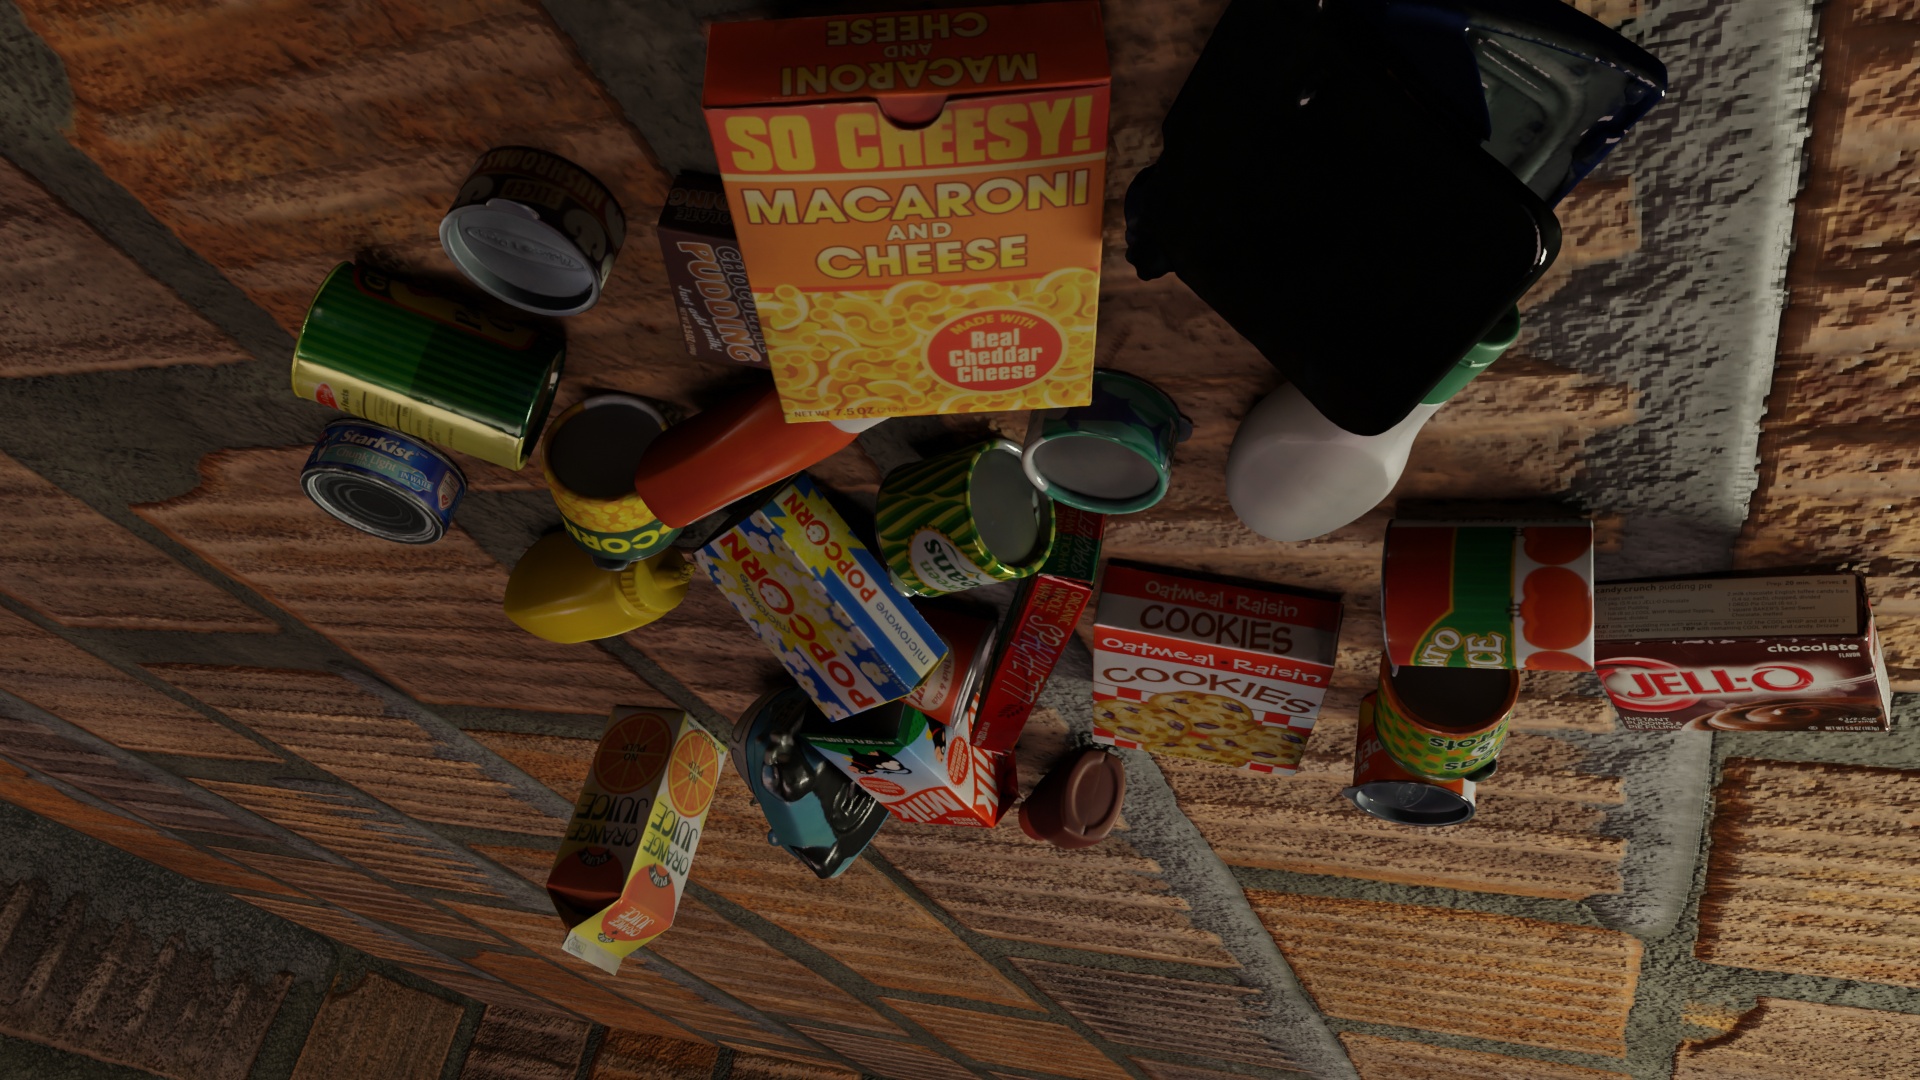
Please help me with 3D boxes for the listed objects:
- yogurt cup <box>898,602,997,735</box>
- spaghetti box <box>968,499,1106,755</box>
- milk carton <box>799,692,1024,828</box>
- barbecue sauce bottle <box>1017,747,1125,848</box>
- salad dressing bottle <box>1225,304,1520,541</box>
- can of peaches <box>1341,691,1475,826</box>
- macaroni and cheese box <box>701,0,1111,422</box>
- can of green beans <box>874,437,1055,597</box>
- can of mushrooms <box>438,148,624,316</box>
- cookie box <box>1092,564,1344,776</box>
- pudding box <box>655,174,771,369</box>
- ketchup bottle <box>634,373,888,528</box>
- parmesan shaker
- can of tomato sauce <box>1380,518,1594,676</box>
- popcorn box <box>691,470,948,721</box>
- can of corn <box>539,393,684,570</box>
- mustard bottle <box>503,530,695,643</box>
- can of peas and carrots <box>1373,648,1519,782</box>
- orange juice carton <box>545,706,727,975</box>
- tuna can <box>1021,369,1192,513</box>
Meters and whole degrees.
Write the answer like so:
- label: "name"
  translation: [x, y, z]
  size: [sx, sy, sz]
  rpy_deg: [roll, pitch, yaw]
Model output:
- label: "yogurt cup"
  translation: [-0.014, 0.070, 0.810]
  size: [0.054, 0.073, 0.072]
  rpy_deg: [20, 152, 7]
- label: "spaghetti box"
  translation: [0.039, 0.054, 0.769]
  size: [0.029, 0.050, 0.248]
  rpy_deg: [14, 151, -1]
- label: "milk carton"
  translation: [-0.023, 0.136, 0.920]
  size: [0.072, 0.074, 0.190]
  rpy_deg: [-1, 148, 26]
- label: "barbecue sauce bottle"
  translation: [0.074, 0.188, 0.985]
  size: [0.044, 0.065, 0.148]
  rpy_deg: [20, 160, -5]
- label: "salad dressing bottle"
  translation: [0.155, -0.050, 0.536]
  size: [0.064, 0.044, 0.147]
  rpy_deg: [21, 150, -8]
- label: "can of peaches"
  translation: [0.254, 0.122, 0.781]
  size: [0.071, 0.058, 0.071]
  rpy_deg: [12, 152, 6]
- label: "macaroni and cheese box"
  translation: [-0.013, -0.105, 0.487]
  size: [0.124, 0.040, 0.165]
  rpy_deg: [-4, 151, 1]
- label: "can of green beans"
  translation: [0.003, -0.010, 0.653]
  size: [0.057, 0.071, 0.071]
  rpy_deg: [-14, 141, 41]
- label: "can of mushrooms"
  translation: [-0.172, -0.125, 0.562]
  size: [0.071, 0.033, 0.070]
  rpy_deg: [12, 152, 7]
- label: "cookie box"
  translation: [0.137, 0.075, 0.773]
  size: [0.123, 0.040, 0.166]
  rpy_deg: [9, 152, 10]
- label: "pudding box"
  translation: [-0.089, -0.106, 0.562]
  size: [0.050, 0.030, 0.083]
  rpy_deg: [11, 152, 4]
- label: "ketchup bottle"
  translation: [-0.080, -0.053, 0.625]
  size: [0.148, 0.065, 0.043]
  rpy_deg: [-22, 113, 36]
- label: "parmesan shaker"
  translation: [-0.244, -0.079, 0.646]
  size: [0.103, 0.071, 0.071]
  rpy_deg: [20, 151, -11]
- label: "can of tomato sauce"
  translation: [0.231, 0.025, 0.606]
  size: [0.083, 0.071, 0.071]
  rpy_deg: [0, 148, 25]
- label: "popcorn box"
  translation: [-0.076, 0.033, 0.745]
  size: [0.126, 0.038, 0.085]
  rpy_deg: [51, 142, -9]
- label: "can of corn"
  translation: [-0.172, -0.029, 0.696]
  size: [0.071, 0.071, 0.058]
  rpy_deg: [12, 151, 4]
- label: "mustard bottle"
  translation: [-0.202, 0.025, 0.804]
  size: [0.160, 0.065, 0.048]
  rpy_deg: [-5, 149, 42]
- label: "can of peas and carrots"
  translation: [0.245, 0.081, 0.700]
  size: [0.071, 0.071, 0.058]
  rpy_deg: [5, 150, 16]
- label: "orange juice carton"
  translation: [-0.253, 0.230, 1.071]
  size: [0.073, 0.193, 0.071]
  rpy_deg: [0, 147, 24]
- label: "tuna can"
  translation: [0.063, -0.041, 0.604]
  size: [0.071, 0.033, 0.070]
  rpy_deg: [12, 152, 7]
